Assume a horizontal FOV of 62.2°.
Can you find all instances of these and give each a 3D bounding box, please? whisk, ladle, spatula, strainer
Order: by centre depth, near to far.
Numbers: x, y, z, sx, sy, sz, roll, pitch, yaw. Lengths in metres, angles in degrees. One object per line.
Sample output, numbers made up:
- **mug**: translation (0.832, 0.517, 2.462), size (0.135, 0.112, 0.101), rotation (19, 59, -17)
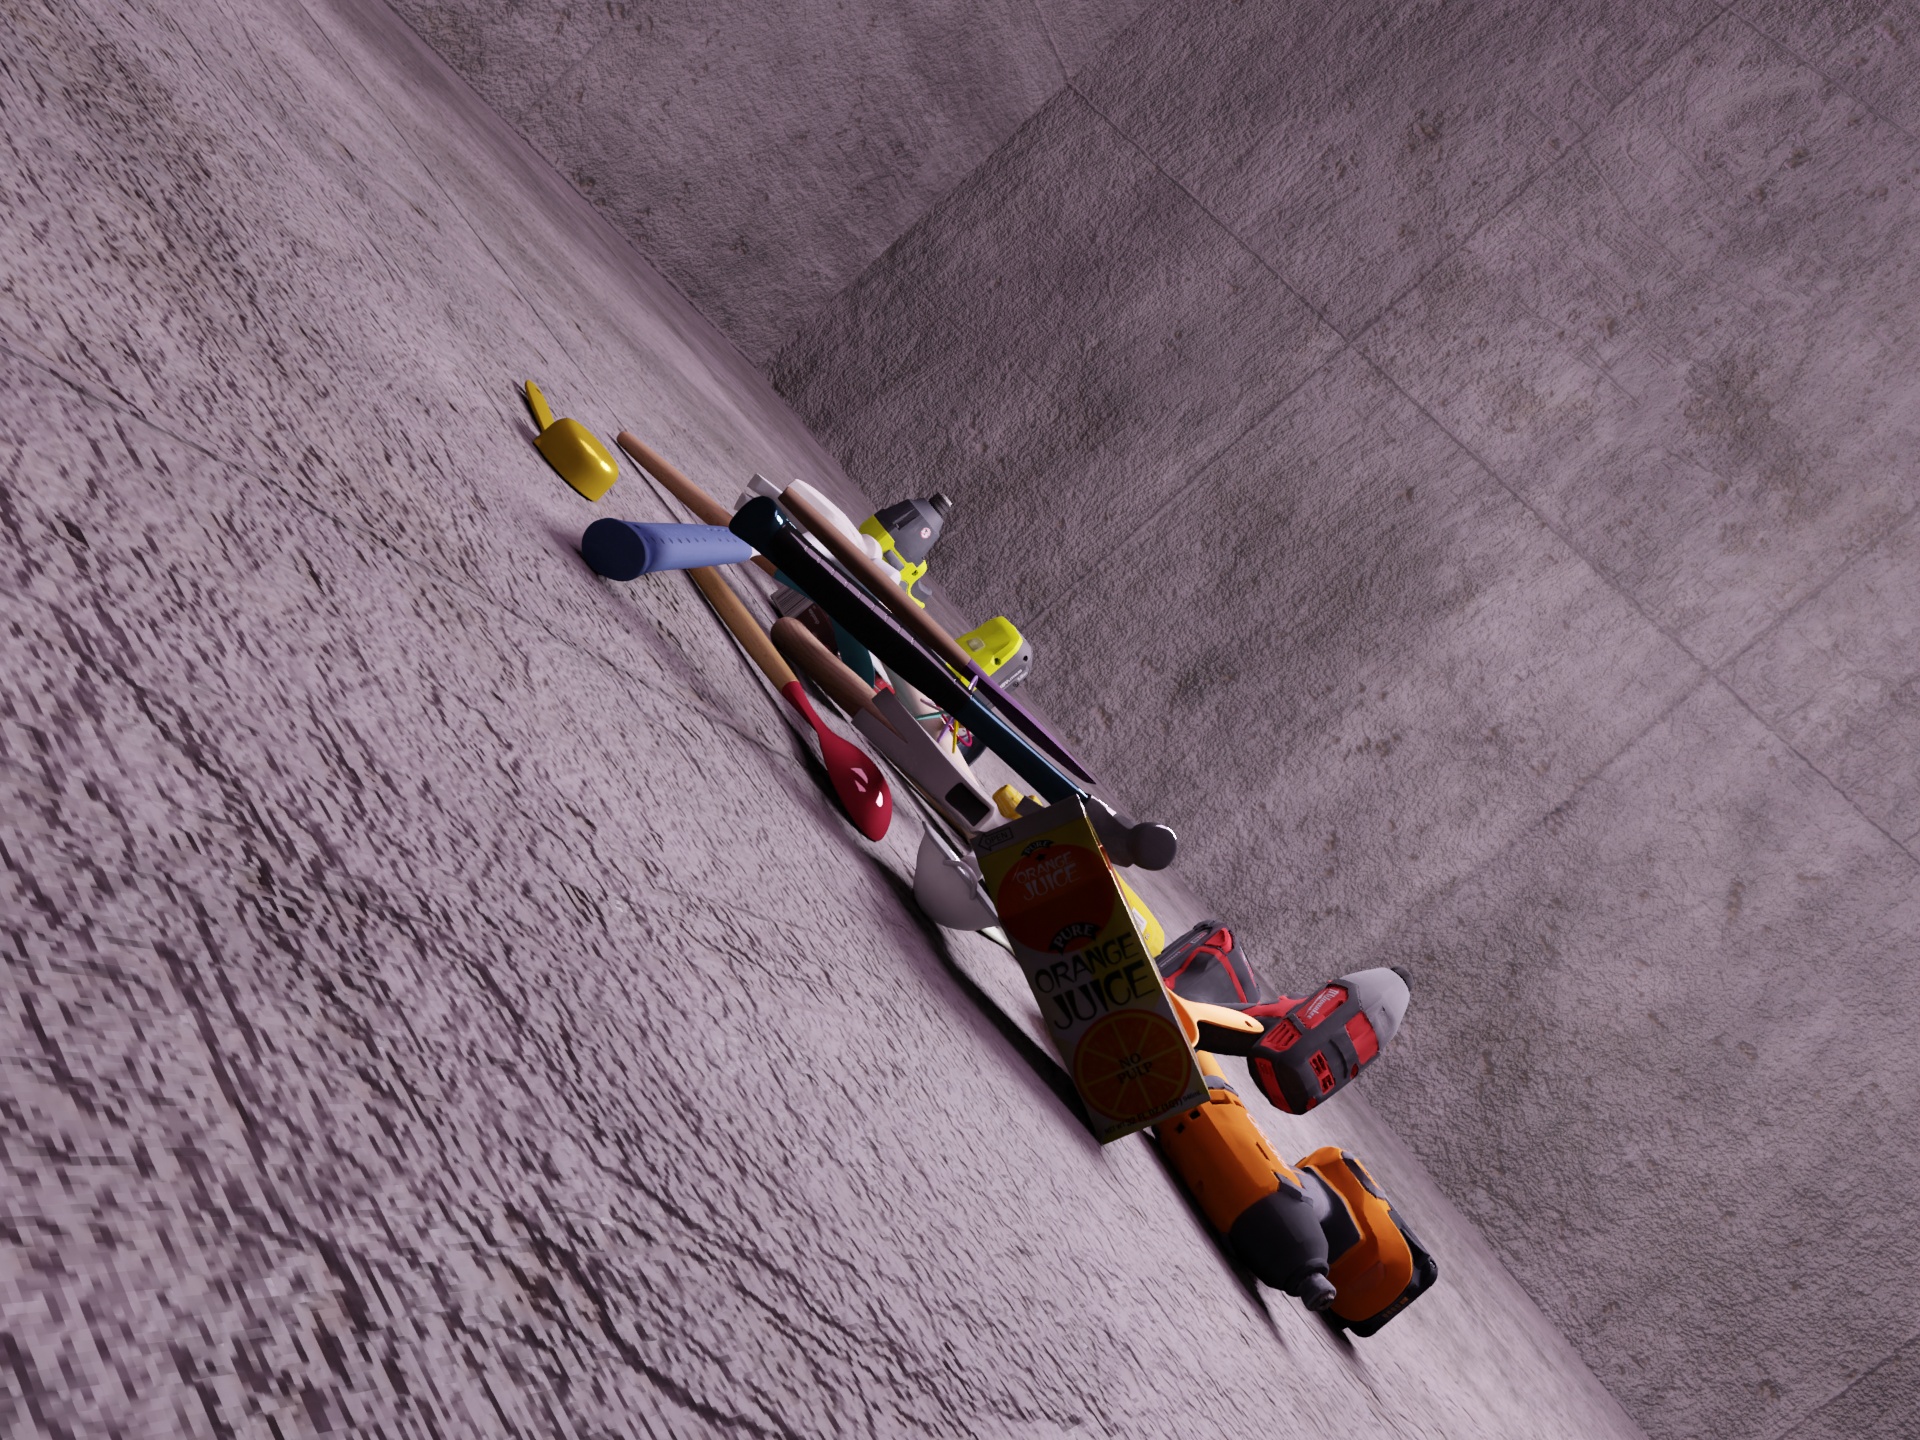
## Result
- **strainer**: translation (0.005, 0.101, 1.047), size (0.087, 0.050, 0.258), rotation (52, 6, 4)
- **ladle**: translation (-0.129, -0.037, 1.094), size (0.316, 0.031, 0.069), rotation (50, 4, 33)
- **whisk**: translation (-0.003, -0.002, 1.170), size (0.245, 0.051, 0.047), rotation (27, 40, -89)
- **spatula**: translation (-0.016, -0.059, 1.178), size (0.315, 0.018, 0.060), rotation (43, -7, -10)
- **spatula**: translation (-0.171, -0.130, 1.275), size (0.318, 0.044, 0.082), rotation (40, -26, 14)

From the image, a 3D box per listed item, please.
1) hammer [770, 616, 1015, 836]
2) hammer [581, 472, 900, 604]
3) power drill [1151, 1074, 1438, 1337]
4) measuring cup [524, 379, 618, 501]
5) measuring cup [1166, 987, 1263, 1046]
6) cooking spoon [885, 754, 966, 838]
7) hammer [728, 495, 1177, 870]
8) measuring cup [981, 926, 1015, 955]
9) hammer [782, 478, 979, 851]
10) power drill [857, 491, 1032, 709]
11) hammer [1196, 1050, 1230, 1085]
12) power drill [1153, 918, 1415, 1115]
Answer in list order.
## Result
- **hammer**: translation (-0.065, -0.009, 1.098), size (0.129, 0.031, 0.332), rotation (47, -4, -34)
- **hammer**: translation (-0.157, -0.125, 1.107), size (0.144, 0.035, 0.405), rotation (36, 13, 7)
- **power drill**: translation (0.232, 0.340, 1.066), size (0.226, 0.084, 0.164), rotation (37, 12, -43)
- **measuring cup**: translation (-0.271, -0.204, 1.091), size (0.062, 0.029, 0.157), rotation (43, 9, -44)
- **measuring cup**: translation (0.137, 0.213, 1.075), size (0.173, 0.052, 0.095), rotation (17, 24, -40)
- **cooking spoon**: translation (0.033, 0.117, 1.335), size (0.318, 0.017, 0.069), rotation (47, 8, -24)
- **hammer**: translation (-0.010, -0.020, 0.987), size (0.330, 0.033, 0.128), rotation (42, -12, -15)
- **measuring cup**: translation (0.042, 0.142, 1.121), size (0.083, 0.038, 0.167), rotation (53, 6, 34)
- **hammer**: translation (-0.044, -0.027, 1.305), size (0.146, 0.038, 0.411), rotation (35, 23, -57)
- **power drill**: translation (-0.034, -0.103, 1.545), size (0.223, 0.171, 0.080), rotation (49, 3, -35)
- **hammer**: translation (0.180, 0.256, 1.394), size (0.127, 0.034, 0.337), rotation (54, 3, -40)
- **power drill**: translation (0.233, 0.219, 1.207), size (0.220, 0.143, 0.078), rotation (2, -59, 62)
